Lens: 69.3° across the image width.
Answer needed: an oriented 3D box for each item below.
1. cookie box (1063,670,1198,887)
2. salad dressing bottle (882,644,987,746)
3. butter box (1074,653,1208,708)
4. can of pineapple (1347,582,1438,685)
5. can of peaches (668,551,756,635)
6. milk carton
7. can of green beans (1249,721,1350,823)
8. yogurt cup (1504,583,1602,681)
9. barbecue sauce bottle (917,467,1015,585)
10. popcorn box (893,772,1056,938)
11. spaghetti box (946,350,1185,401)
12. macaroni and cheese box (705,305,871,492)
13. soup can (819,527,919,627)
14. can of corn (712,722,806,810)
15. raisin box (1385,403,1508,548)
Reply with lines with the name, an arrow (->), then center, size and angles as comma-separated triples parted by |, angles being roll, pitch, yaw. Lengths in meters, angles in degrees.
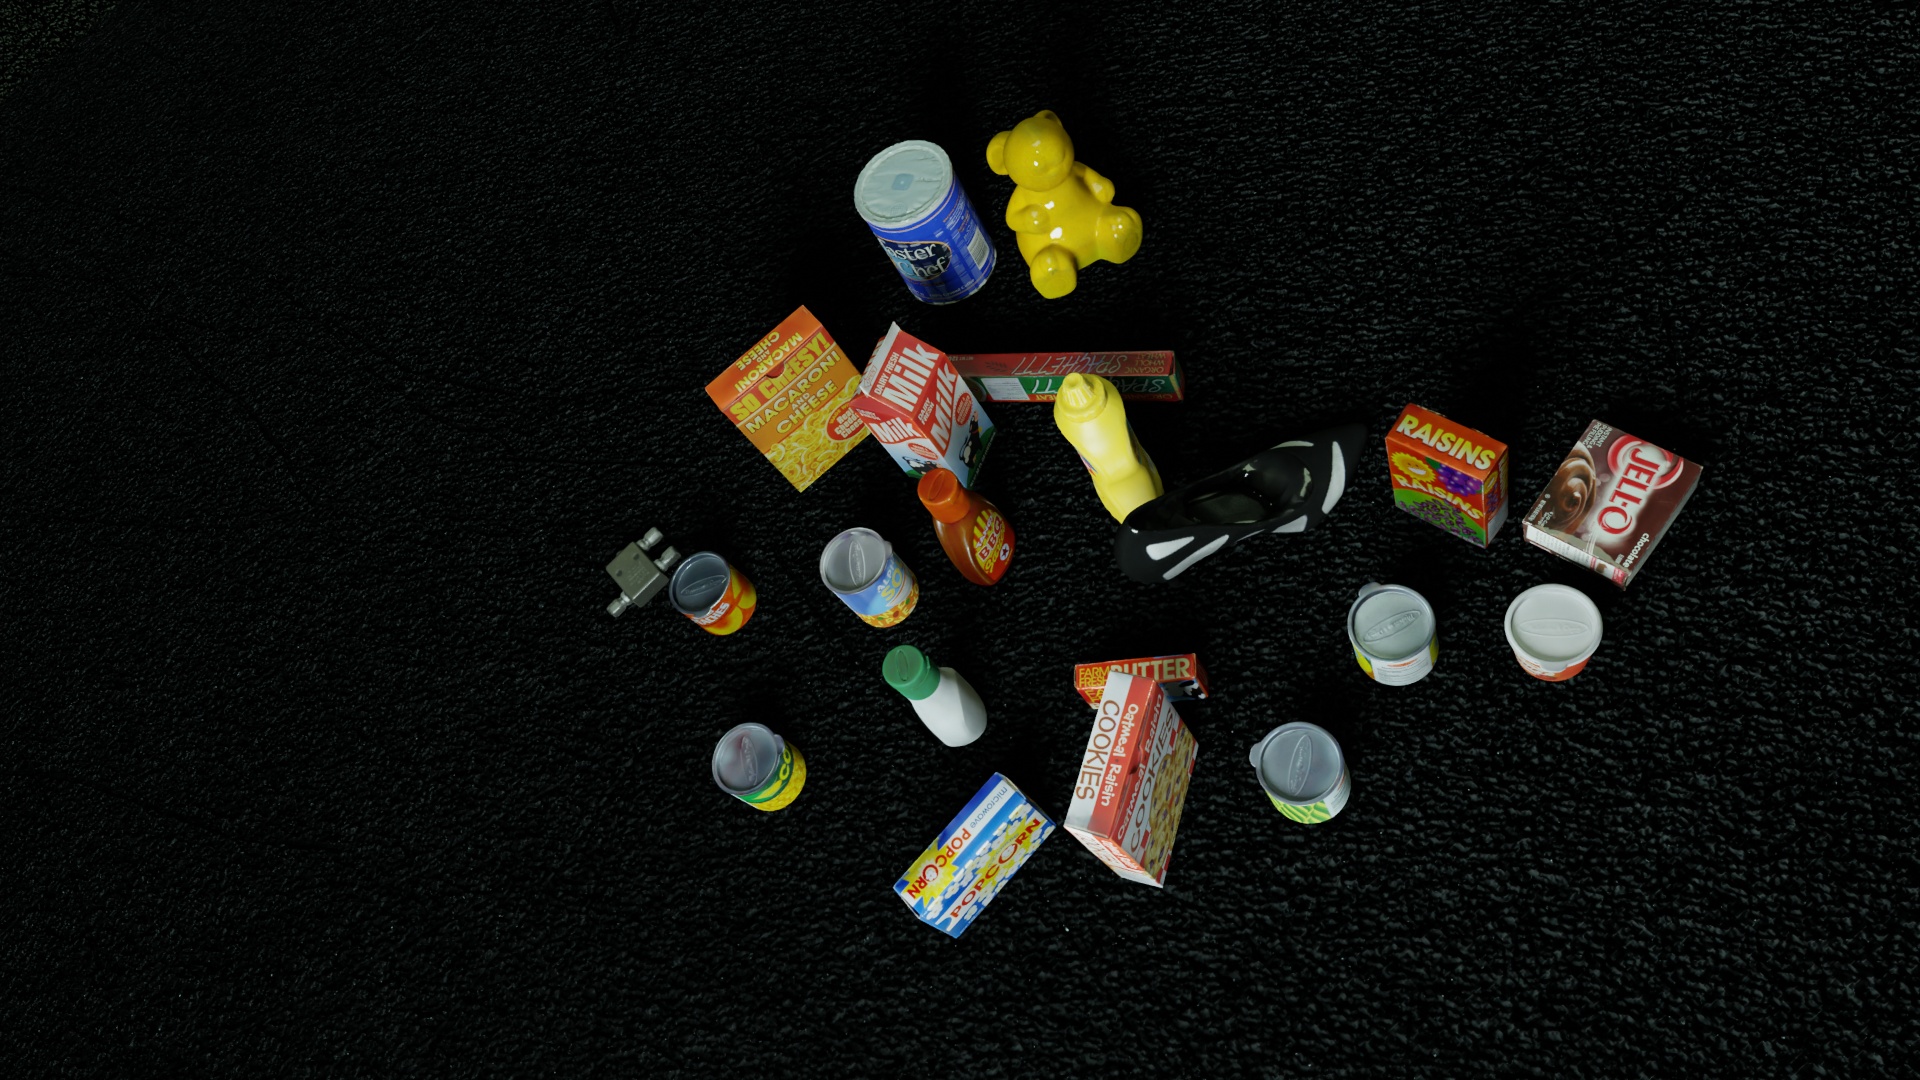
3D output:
cookie box -> 0.136, 0.186, 1.067 | 0.040, 0.167, 0.123 | 9, 69, 25
salad dressing bottle -> -0.021, 0.129, 1.170 | 0.044, 0.147, 0.064 | -19, 59, 12
butter box -> 0.152, 0.118, 1.163 | 0.103, 0.053, 0.024 | -8, 63, 18
can of pineapple -> 0.345, 0.074, 1.106 | 0.071, 0.057, 0.071 | -9, 62, 18
can of peaches -> -0.240, 0.054, 1.349 | 0.071, 0.058, 0.071 | -9, 62, 18
milk carton -> -0.039, -0.122, 1.280 | 0.073, 0.190, 0.072 | 16, 72, 28
can of green beans -> 0.268, 0.181, 1.082 | 0.071, 0.057, 0.071 | -9, 62, 18
yogurt cup -> 0.454, 0.074, 1.065 | 0.072, 0.053, 0.072 | -9, 62, 17
barbecue sauce bottle -> 0.004, -0.015, 1.233 | 0.044, 0.148, 0.065 | 15, 71, 27
popcorn box -> 0.014, 0.256, 1.129 | 0.127, 0.085, 0.038 | -47, 58, -6
spaghetti box -> 0.089, -0.156, 1.329 | 0.250, 0.050, 0.029 | 2, 66, 23
macaroni and cheese box -> -0.153, -0.134, 1.345 | 0.124, 0.166, 0.040 | -41, 57, -2
soup can -> -0.080, 0.035, 1.280 | 0.071, 0.083, 0.071 | -9, 62, 18
can of corn -> -0.178, 0.203, 1.248 | 0.071, 0.058, 0.071 | -9, 62, 18
raisin box -> 0.392, -0.051, 1.113 | 0.086, 0.123, 0.040 | 32, 80, 31
